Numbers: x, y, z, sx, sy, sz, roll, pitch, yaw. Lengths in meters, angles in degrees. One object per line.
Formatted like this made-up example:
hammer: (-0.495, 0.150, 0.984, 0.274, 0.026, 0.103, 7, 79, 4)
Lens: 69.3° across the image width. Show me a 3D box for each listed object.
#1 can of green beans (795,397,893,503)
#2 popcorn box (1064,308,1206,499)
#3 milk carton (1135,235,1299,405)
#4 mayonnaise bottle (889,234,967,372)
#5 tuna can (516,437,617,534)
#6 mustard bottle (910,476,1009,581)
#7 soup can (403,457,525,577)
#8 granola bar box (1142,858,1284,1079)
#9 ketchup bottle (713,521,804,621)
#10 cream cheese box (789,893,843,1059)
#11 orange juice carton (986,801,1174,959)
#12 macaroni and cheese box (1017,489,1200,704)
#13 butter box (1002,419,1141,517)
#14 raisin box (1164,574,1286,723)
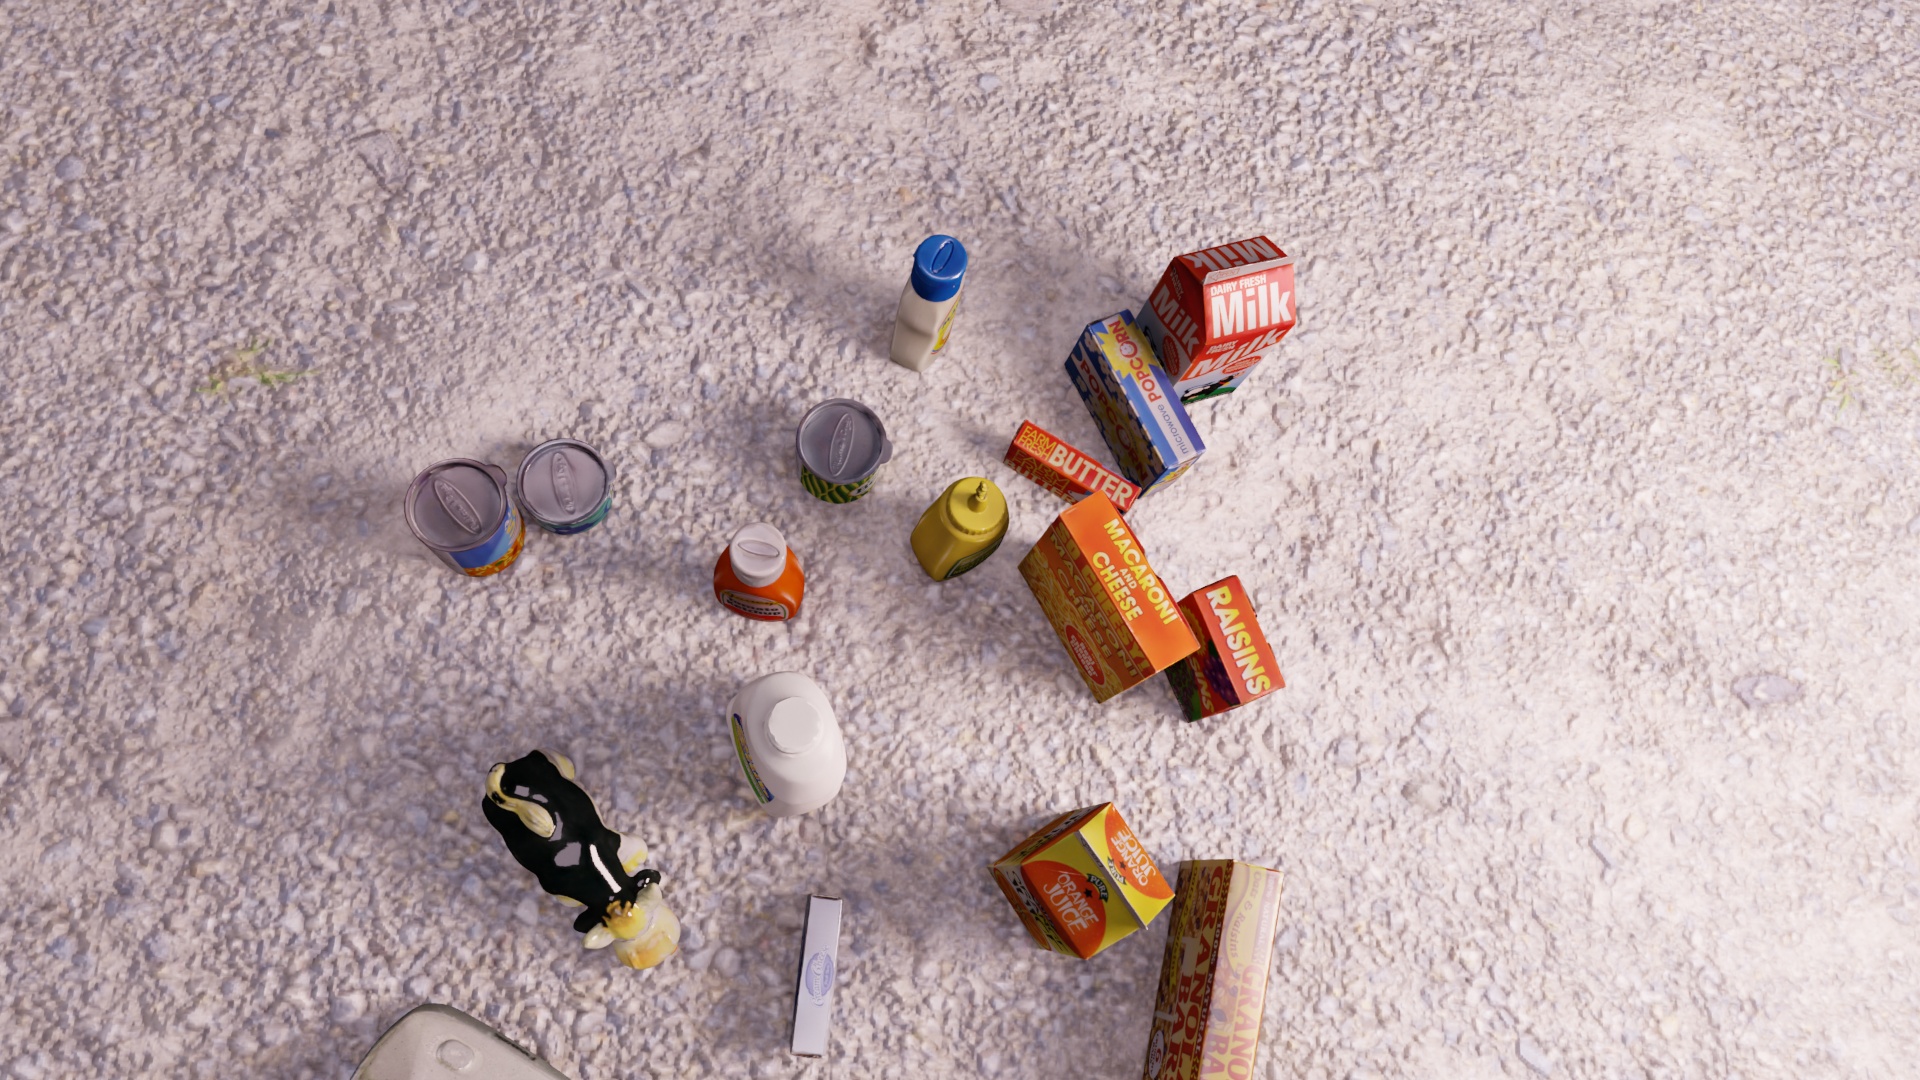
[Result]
can of green beans: (-0.090, -0.066, 1.035, 0.071, 0.057, 0.071, 2, 76, -7)
popcorn box: (0.132, -0.102, 1.061, 0.038, 0.085, 0.127, -25, 81, -13)
milk carton: (0.187, -0.165, 1.030, 0.072, 0.190, 0.073, -15, 79, -11)
mayonnaise bottle: (-0.022, -0.177, 1.026, 0.041, 0.147, 0.065, 28, 74, 0)
tuna can: (-0.285, -0.040, 1.015, 0.071, 0.032, 0.071, 2, 76, -7)
mustard bottle: (0.004, -0.012, 0.981, 0.065, 0.160, 0.049, -30, 82, -14)
soup can: (-0.343, -0.016, 0.974, 0.071, 0.083, 0.071, 2, 76, -7)
granola bar box: (0.170, 0.303, 0.942, 0.039, 0.124, 0.166, 14, 74, -4)
ketchup bottle: (-0.139, 0.021, 0.959, 0.065, 0.148, 0.043, 14, 75, -4)
cream cheese box: (-0.098, 0.294, 0.944, 0.024, 0.053, 0.104, 7, 75, -6)
orange juice carton: (0.079, 0.224, 0.914, 0.073, 0.192, 0.072, -32, 82, -14)
macaroni and cheese box: (0.100, 0.043, 0.977, 0.040, 0.166, 0.124, -29, 82, -13)
butter box: (0.083, -0.050, 1.058, 0.103, 0.053, 0.024, 31, 74, 1)
raisin box: (0.182, 0.081, 1.001, 0.040, 0.123, 0.086, -20, 80, -12)
